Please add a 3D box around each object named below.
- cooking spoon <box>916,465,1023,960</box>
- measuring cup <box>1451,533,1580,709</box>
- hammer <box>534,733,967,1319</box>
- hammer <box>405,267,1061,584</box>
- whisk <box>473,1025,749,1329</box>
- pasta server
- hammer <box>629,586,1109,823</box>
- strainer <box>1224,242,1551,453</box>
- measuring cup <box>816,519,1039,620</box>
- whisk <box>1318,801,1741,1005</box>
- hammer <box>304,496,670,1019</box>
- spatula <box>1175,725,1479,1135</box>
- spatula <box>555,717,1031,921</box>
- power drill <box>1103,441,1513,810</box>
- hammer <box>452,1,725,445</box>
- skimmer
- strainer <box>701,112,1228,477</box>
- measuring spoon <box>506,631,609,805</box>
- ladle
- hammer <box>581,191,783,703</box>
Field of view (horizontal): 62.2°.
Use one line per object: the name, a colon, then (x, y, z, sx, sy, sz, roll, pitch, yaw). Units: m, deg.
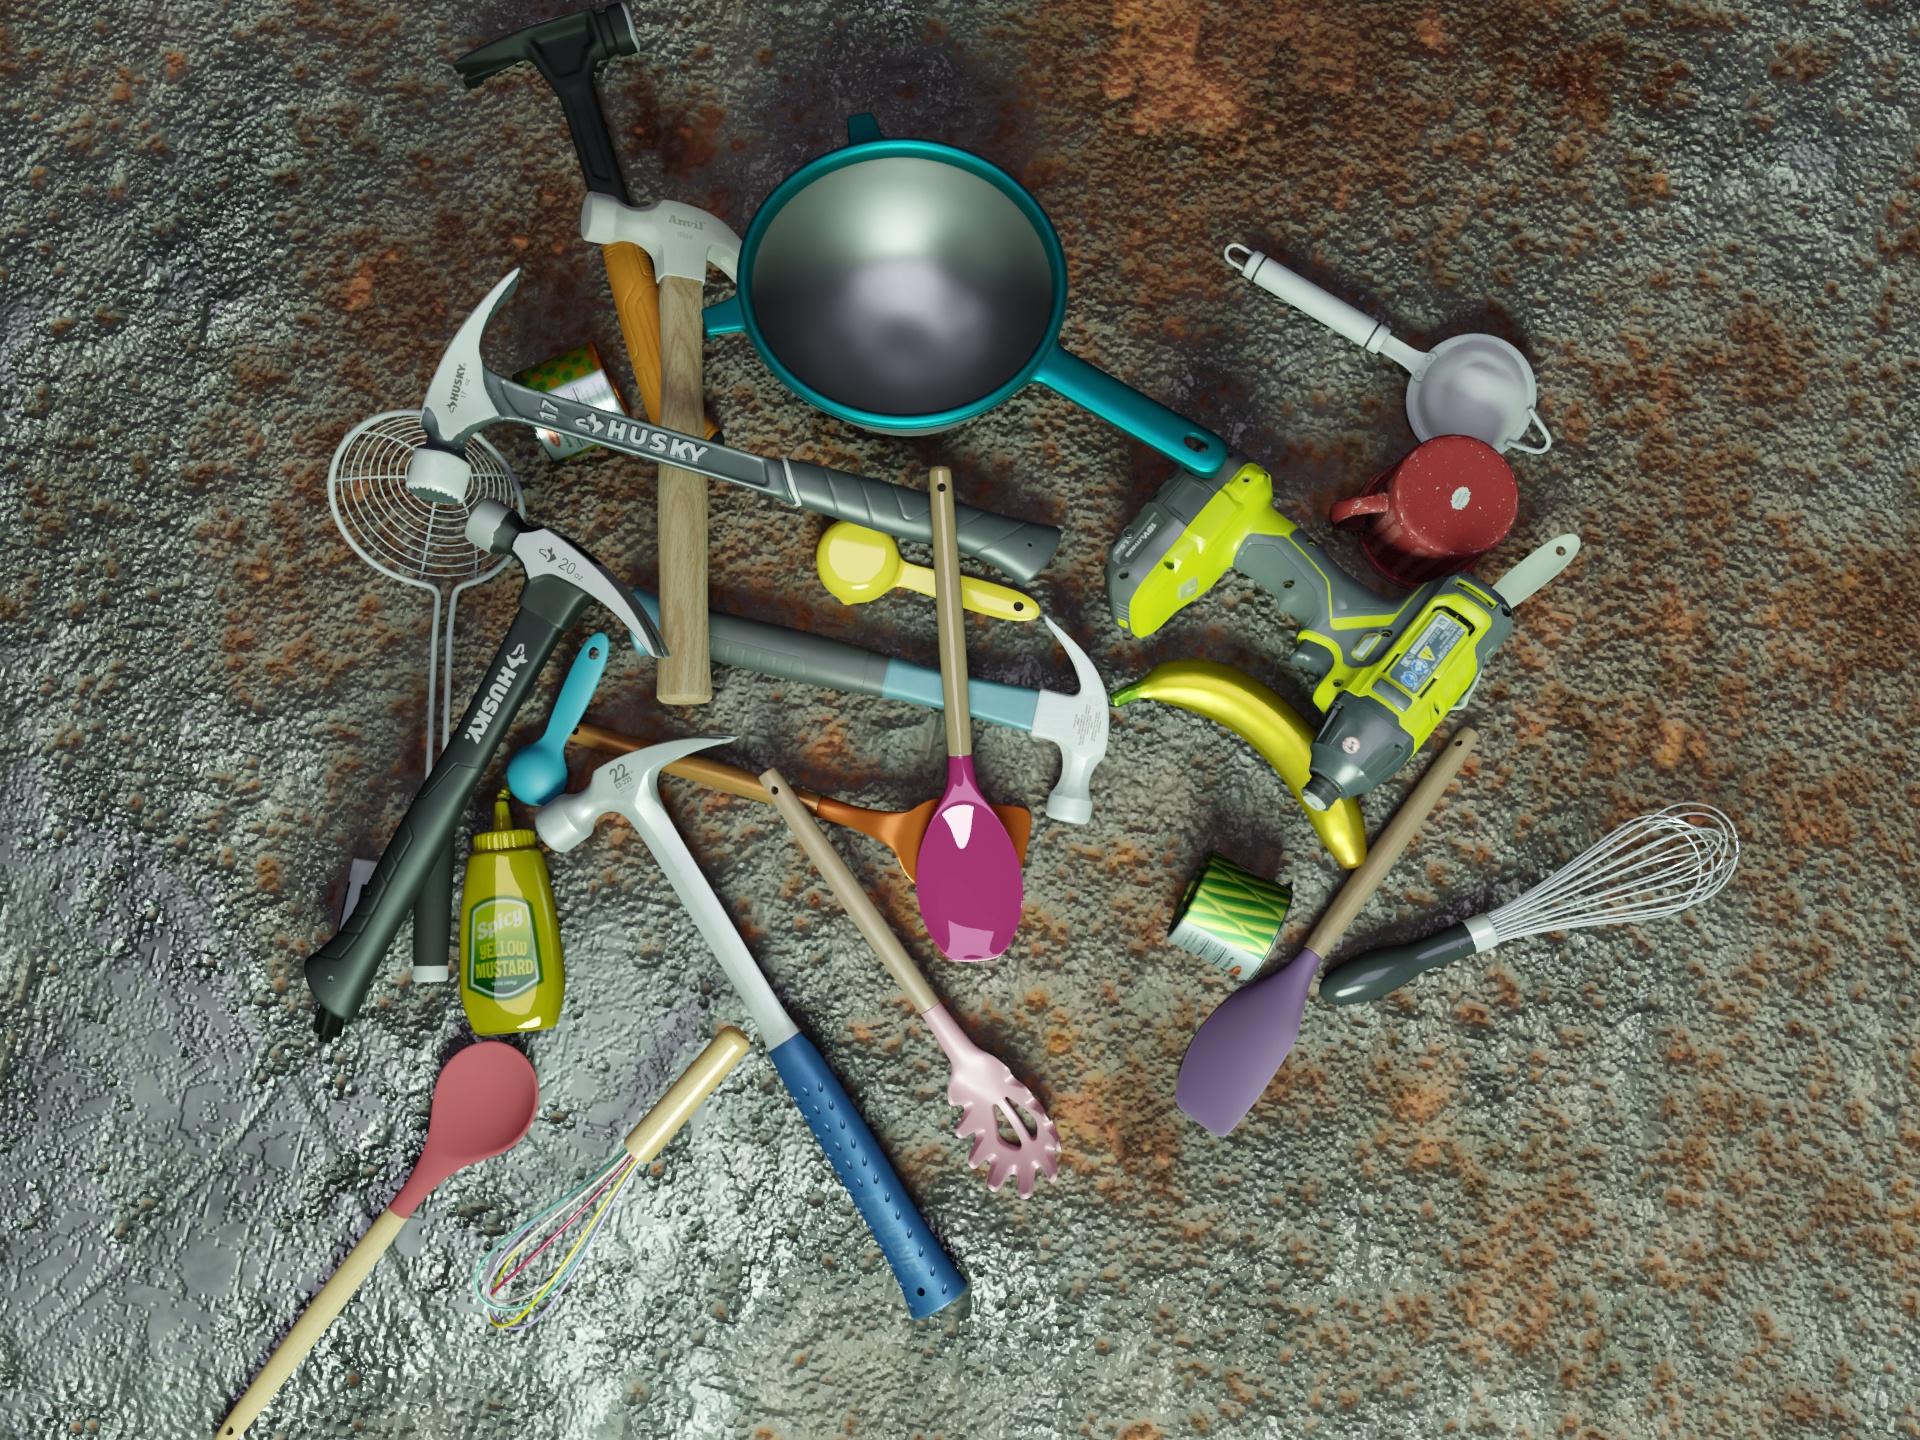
cooking spoon: (-0.002, -0.003, 1.023, 0.069, 0.017, 0.319, -4, 93, 3)
measuring cup: (0.337, -0.068, 1.051, 0.167, 0.038, 0.083, -37, 86, -2)
hammer: (-0.114, 0.194, 1.019, 0.144, 0.035, 0.405, -33, 86, 13)
hammer: (-0.127, -0.162, 1.010, 0.408, 0.036, 0.149, 14, 80, -17)
whisk: (-0.221, 0.285, 1.004, 0.051, 0.047, 0.245, 41, 93, -6)
pasta server: (-0.036, 0.163, 1.017, 0.060, 0.040, 0.316, -35, 90, 12)
hammer: (-0.062, -0.031, 1.053, 0.331, 0.033, 0.128, 13, 90, 3)
strainer: (0.289, -0.253, 1.076, 0.258, 0.050, 0.087, 33, 99, 8)
measuring cup: (-0.022, -0.096, 1.065, 0.156, 0.029, 0.062, 16, 84, 3)
whisk: (0.365, 0.124, 1.025, 0.284, 0.070, 0.070, -21, 84, 3)
hammer: (-0.313, 0.040, 0.996, 0.146, 0.035, 0.335, 31, 95, 5)
spatula: (0.243, 0.130, 1.037, 0.060, 0.018, 0.316, 32, 81, 38)
spatula: (-0.115, 0.051, 1.054, 0.322, 0.041, 0.081, 17, 85, 7)
power drill: (0.206, -0.061, 1.003, 0.223, 0.080, 0.171, 38, 79, 19)
hammer: (-0.239, -0.323, 1.092, 0.127, 0.034, 0.337, -19, 84, -2)
skimmer: (-0.348, -0.013, 1.029, 0.127, 0.090, 0.363, 0, 84, 0)
strainer: (0.016, -0.236, 1.041, 0.340, 0.095, 0.211, 31, 73, 6)
measuring spoon: (-0.264, -0.001, 1.043, 0.042, 0.021, 0.128, 29, 102, 9)
ladle: (-0.377, 0.338, 1.022, 0.069, 0.031, 0.315, 37, 87, 7)
hammer: (-0.179, -0.175, 1.035, 0.130, 0.031, 0.331, 2, 82, -28)
